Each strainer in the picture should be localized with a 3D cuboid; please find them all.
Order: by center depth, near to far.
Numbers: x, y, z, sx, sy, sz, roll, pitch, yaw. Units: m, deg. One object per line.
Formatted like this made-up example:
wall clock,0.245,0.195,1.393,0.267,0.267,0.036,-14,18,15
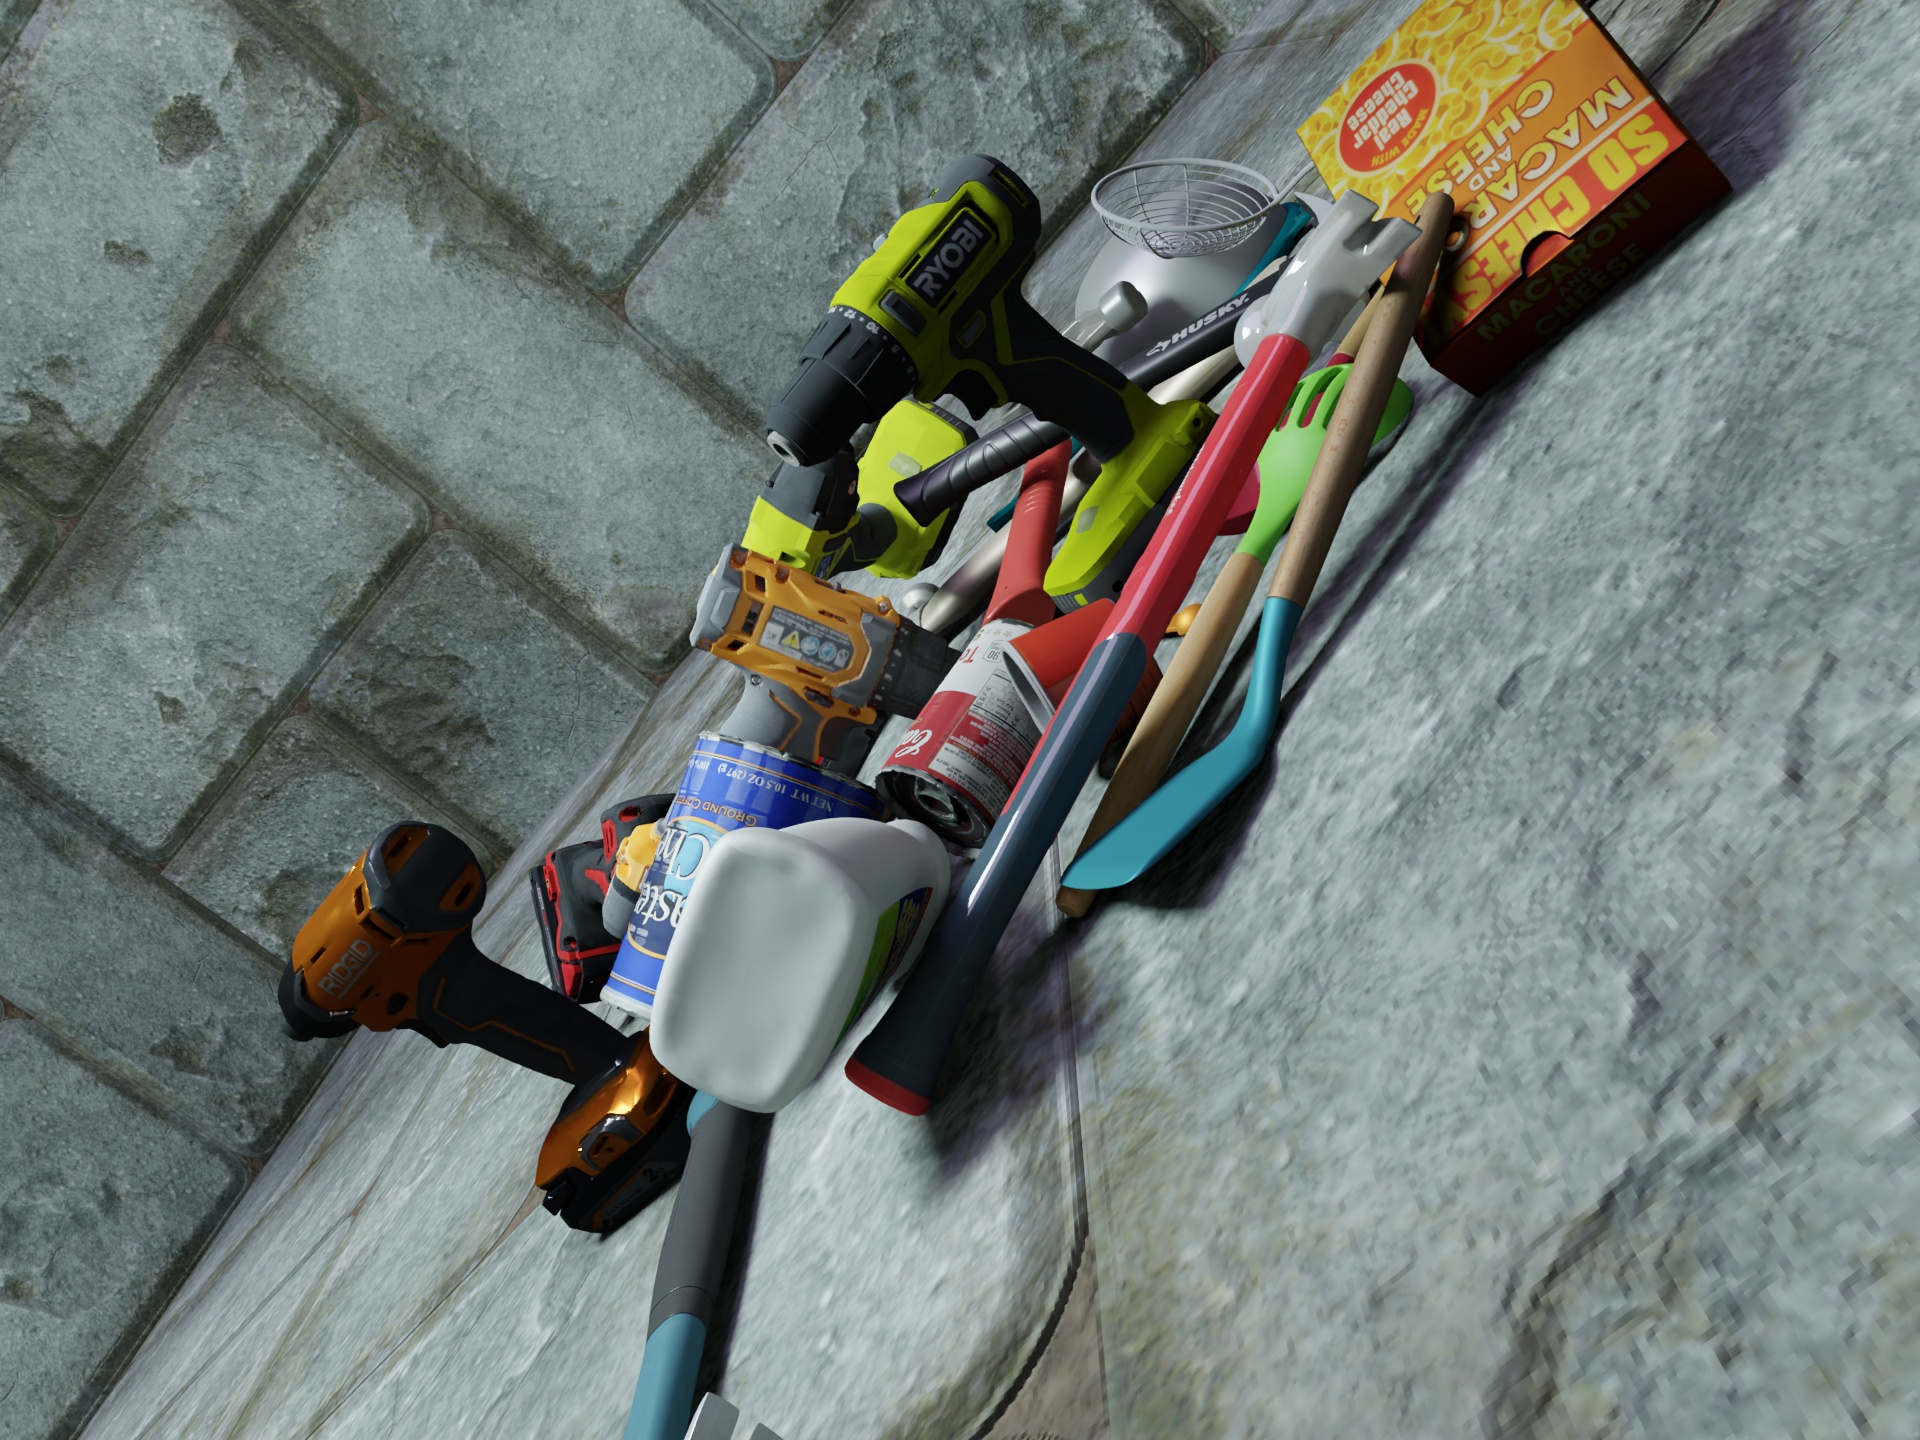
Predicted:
strainer,0.114,-0.298,1.236,0.340,0.095,0.211,-47,14,5

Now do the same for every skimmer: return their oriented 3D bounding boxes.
skimmer,0.247,-0.409,1.024,0.363,0.090,0.127,-27,22,40

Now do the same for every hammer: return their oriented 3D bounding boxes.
hammer,0.063,-0.023,0.623,0.386,0.038,0.143,-61,2,-7
hammer,-0.113,0.239,0.637,0.128,0.033,0.331,-47,13,13
hammer,0.095,-0.206,0.971,0.335,0.035,0.146,-25,34,28
hammer,0.050,-0.160,1.054,0.149,0.036,0.359,-37,25,35
hammer,0.080,-0.158,1.095,0.410,0.038,0.146,-41,17,32

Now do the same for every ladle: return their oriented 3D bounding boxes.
ladle,0.208,-0.200,0.811,0.069,0.031,0.315,15,60,47

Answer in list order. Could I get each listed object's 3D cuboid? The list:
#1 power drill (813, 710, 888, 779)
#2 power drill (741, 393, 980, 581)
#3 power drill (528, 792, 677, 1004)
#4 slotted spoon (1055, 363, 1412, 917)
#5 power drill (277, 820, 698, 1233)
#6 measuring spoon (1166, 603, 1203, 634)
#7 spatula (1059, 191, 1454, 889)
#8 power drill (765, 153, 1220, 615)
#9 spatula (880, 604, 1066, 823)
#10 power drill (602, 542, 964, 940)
power drill,-0.111,0.017,1.073,0.188,0.080,0.226,-62,6,-12
power drill,-0.072,-0.147,1.101,0.223,0.080,0.171,-39,-22,-59
power drill,-0.229,0.137,1.105,0.078,0.143,0.219,-11,-7,-29
slotted spoon,0.116,-0.049,0.687,0.070,0.031,0.314,8,57,42
power drill,-0.249,0.171,0.843,0.164,0.226,0.084,-42,15,30
measuring spoon,0.093,-0.052,0.789,0.021,0.011,0.117,-33,13,-13
spatula,0.126,-0.073,0.615,0.317,0.044,0.082,-67,11,-11
power drill,0.026,-0.160,0.852,0.190,0.228,0.080,-53,13,-12
spatula,-0.002,-0.003,0.971,0.316,0.018,0.060,-49,16,-1
power drill,-0.086,0.034,0.898,0.084,0.185,0.226,-115,47,-76
